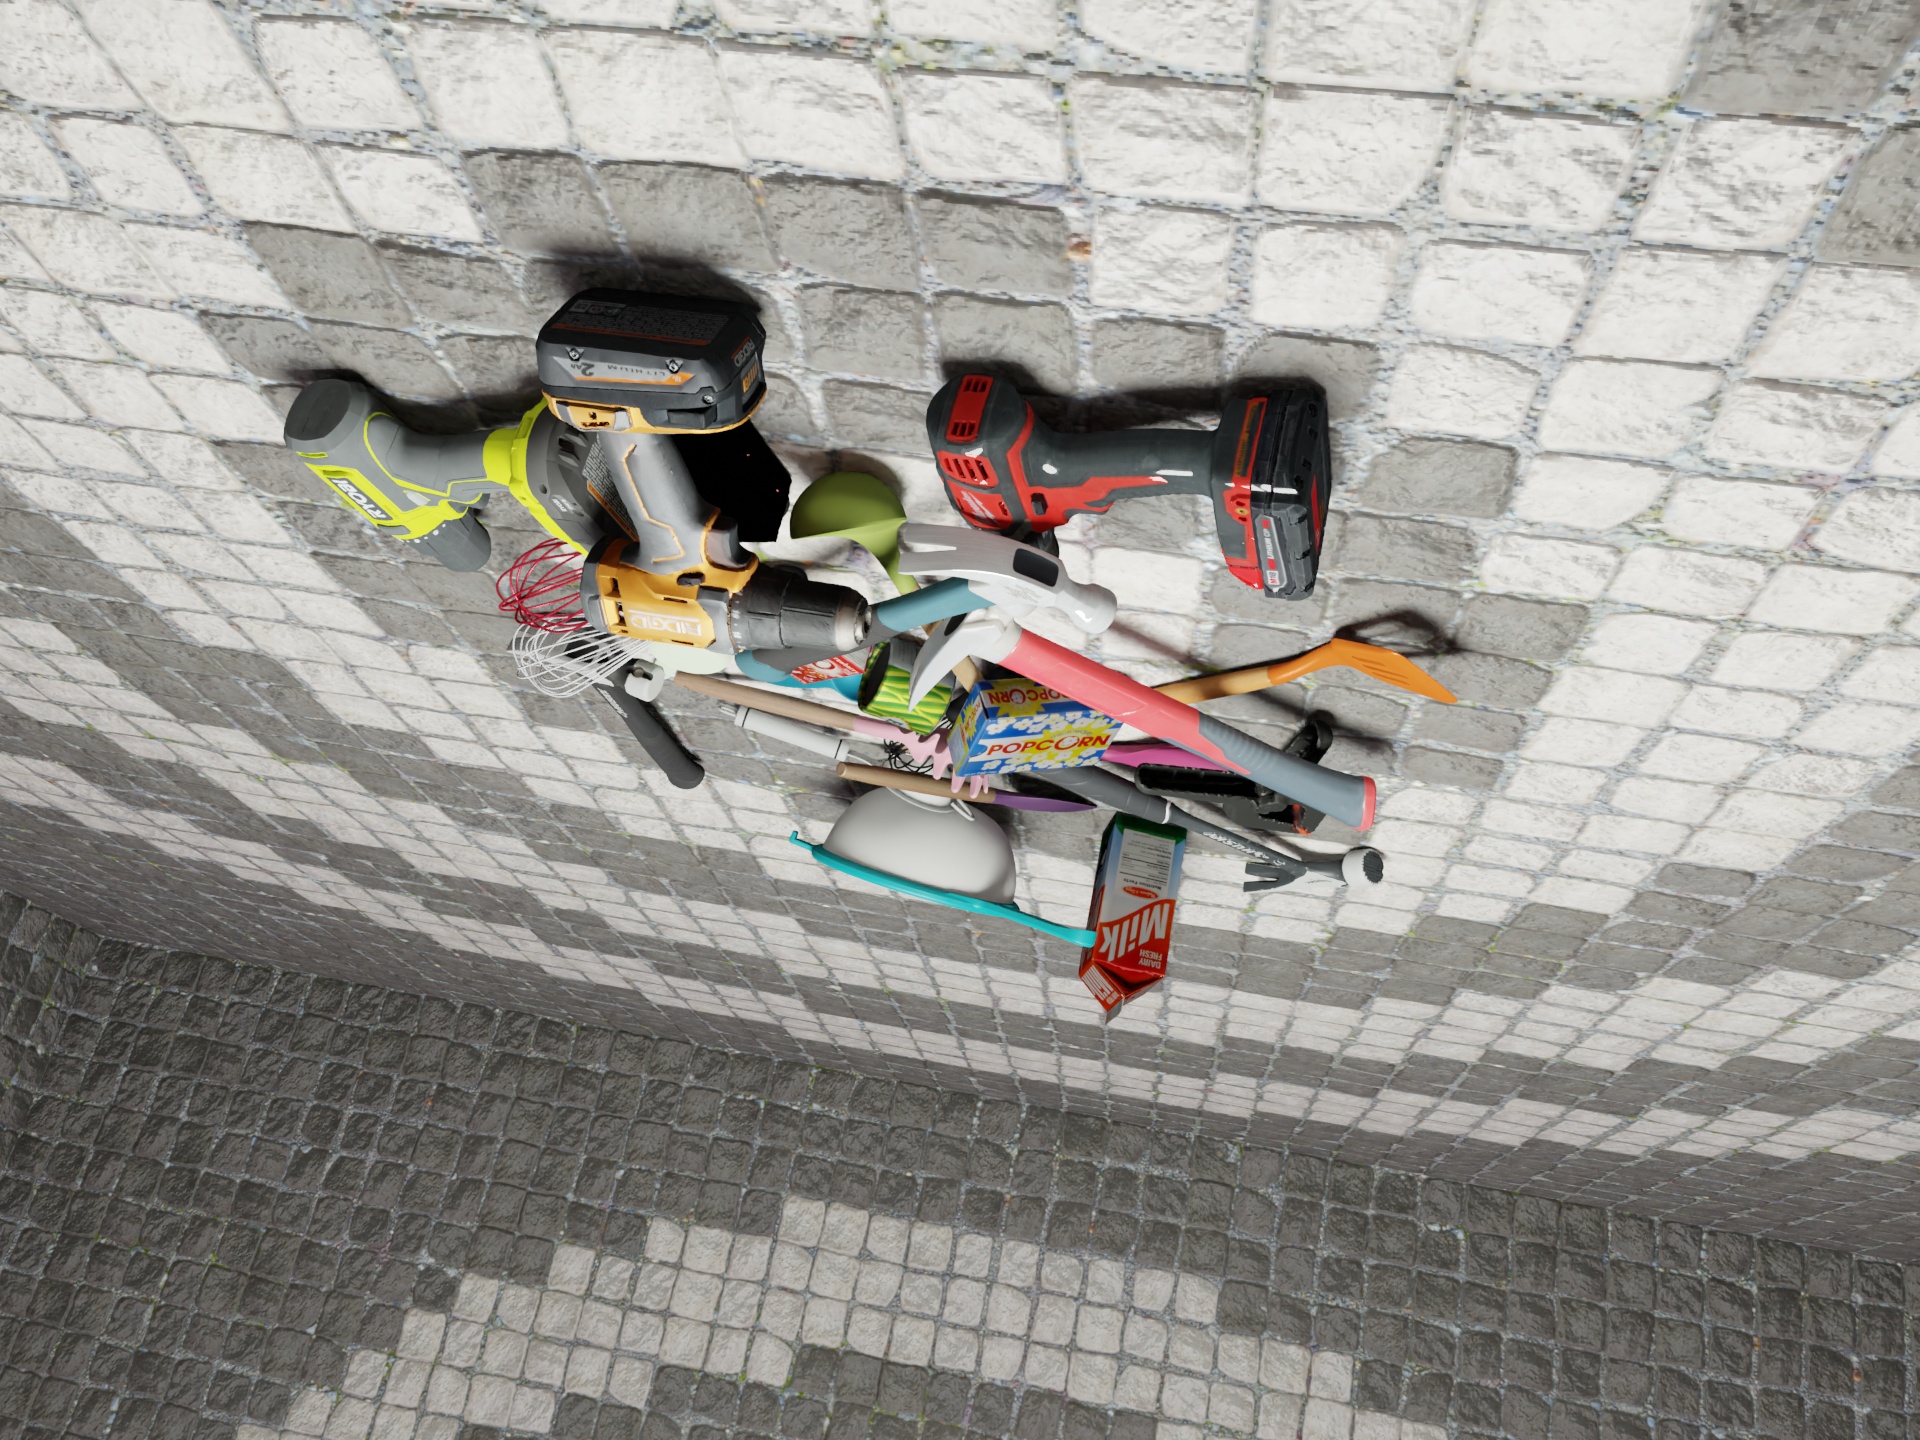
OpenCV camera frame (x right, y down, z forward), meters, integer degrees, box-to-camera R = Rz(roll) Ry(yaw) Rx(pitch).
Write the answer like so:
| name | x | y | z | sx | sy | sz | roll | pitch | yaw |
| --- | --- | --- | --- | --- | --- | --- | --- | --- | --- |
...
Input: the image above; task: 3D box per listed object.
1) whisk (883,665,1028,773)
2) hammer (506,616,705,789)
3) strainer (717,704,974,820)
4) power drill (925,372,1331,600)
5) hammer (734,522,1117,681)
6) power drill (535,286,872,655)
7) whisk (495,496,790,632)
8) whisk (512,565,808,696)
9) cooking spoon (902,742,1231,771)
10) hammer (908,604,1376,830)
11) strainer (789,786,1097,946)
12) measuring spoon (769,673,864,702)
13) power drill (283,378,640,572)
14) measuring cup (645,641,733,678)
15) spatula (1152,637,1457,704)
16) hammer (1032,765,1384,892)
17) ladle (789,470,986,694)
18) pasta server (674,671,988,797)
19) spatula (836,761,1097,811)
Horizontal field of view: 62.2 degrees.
| name | x | y | z | sx | sy | sz | roll | pitch | yaw |
| --- | --- | --- | --- | --- | --- | --- | --- | --- | --- |
| whisk | -0.003 | -0.003 | 1.337 | 0.055 | 0.055 | 0.239 | 22 | 152 | -22 |
| hammer | -0.304 | -0.003 | 1.479 | 0.146 | 0.035 | 0.334 | 21 | 163 | 13 |
| strainer | -0.101 | 0.029 | 1.468 | 0.258 | 0.050 | 0.087 | 19 | -160 | -3 |
| power drill | 0.102 | -0.129 | 0.954 | 0.227 | 0.080 | 0.187 | 7 | 157 | 18 |
| hammer | -0.052 | -0.067 | 1.074 | 0.128 | 0.033 | 0.331 | 24 | 157 | -33 |
| power drill | -0.149 | -0.133 | 0.951 | 0.185 | 0.084 | 0.226 | 10 | 133 | 13 |
| whisk | -0.236 | -0.122 | 1.166 | 0.296 | 0.073 | 0.073 | -14 | 146 | 35 |
| whisk | -0.239 | -0.077 | 1.243 | 0.284 | 0.070 | 0.070 | -15 | 147 | 26 |
| cooking spoon | 0.095 | 0.026 | 1.390 | 0.319 | 0.017 | 0.068 | 2 | 158 | 22 |
| hammer | 0.150 | 0.010 | 1.186 | 0.386 | 0.038 | 0.143 | 24 | 133 | -24 |
| strainer | 0.010 | 0.127 | 1.500 | 0.210 | 0.095 | 0.341 | 17 | 178 | -43 |
| measuring spoon | -0.121 | -0.040 | 1.348 | 0.129 | 0.021 | 0.042 | 5 | 127 | 38 |
| power drill | -0.321 | -0.157 | 1.097 | 0.228 | 0.080 | 0.190 | 6 | 156 | 22 |
| measuring cup | -0.240 | -0.052 | 1.345 | 0.083 | 0.038 | 0.167 | 19 | 154 | -17 |
| spatula | 0.213 | -0.022 | 1.190 | 0.081 | 0.041 | 0.322 | 30 | 152 | -35 |
| hammer | 0.195 | 0.087 | 1.435 | 0.408 | 0.036 | 0.149 | 23 | 157 | -32 |
| ladle | -0.030 | -0.072 | 1.141 | 0.078 | 0.062 | 0.319 | -7 | 148 | 20 |
| pasta server | -0.114 | 0.003 | 1.355 | 0.316 | 0.040 | 0.060 | 14 | 152 | 23 |
| spatula | 0.007 | 0.064 | 1.432 | 0.060 | 0.018 | 0.315 | -10 | 165 | 42 |
